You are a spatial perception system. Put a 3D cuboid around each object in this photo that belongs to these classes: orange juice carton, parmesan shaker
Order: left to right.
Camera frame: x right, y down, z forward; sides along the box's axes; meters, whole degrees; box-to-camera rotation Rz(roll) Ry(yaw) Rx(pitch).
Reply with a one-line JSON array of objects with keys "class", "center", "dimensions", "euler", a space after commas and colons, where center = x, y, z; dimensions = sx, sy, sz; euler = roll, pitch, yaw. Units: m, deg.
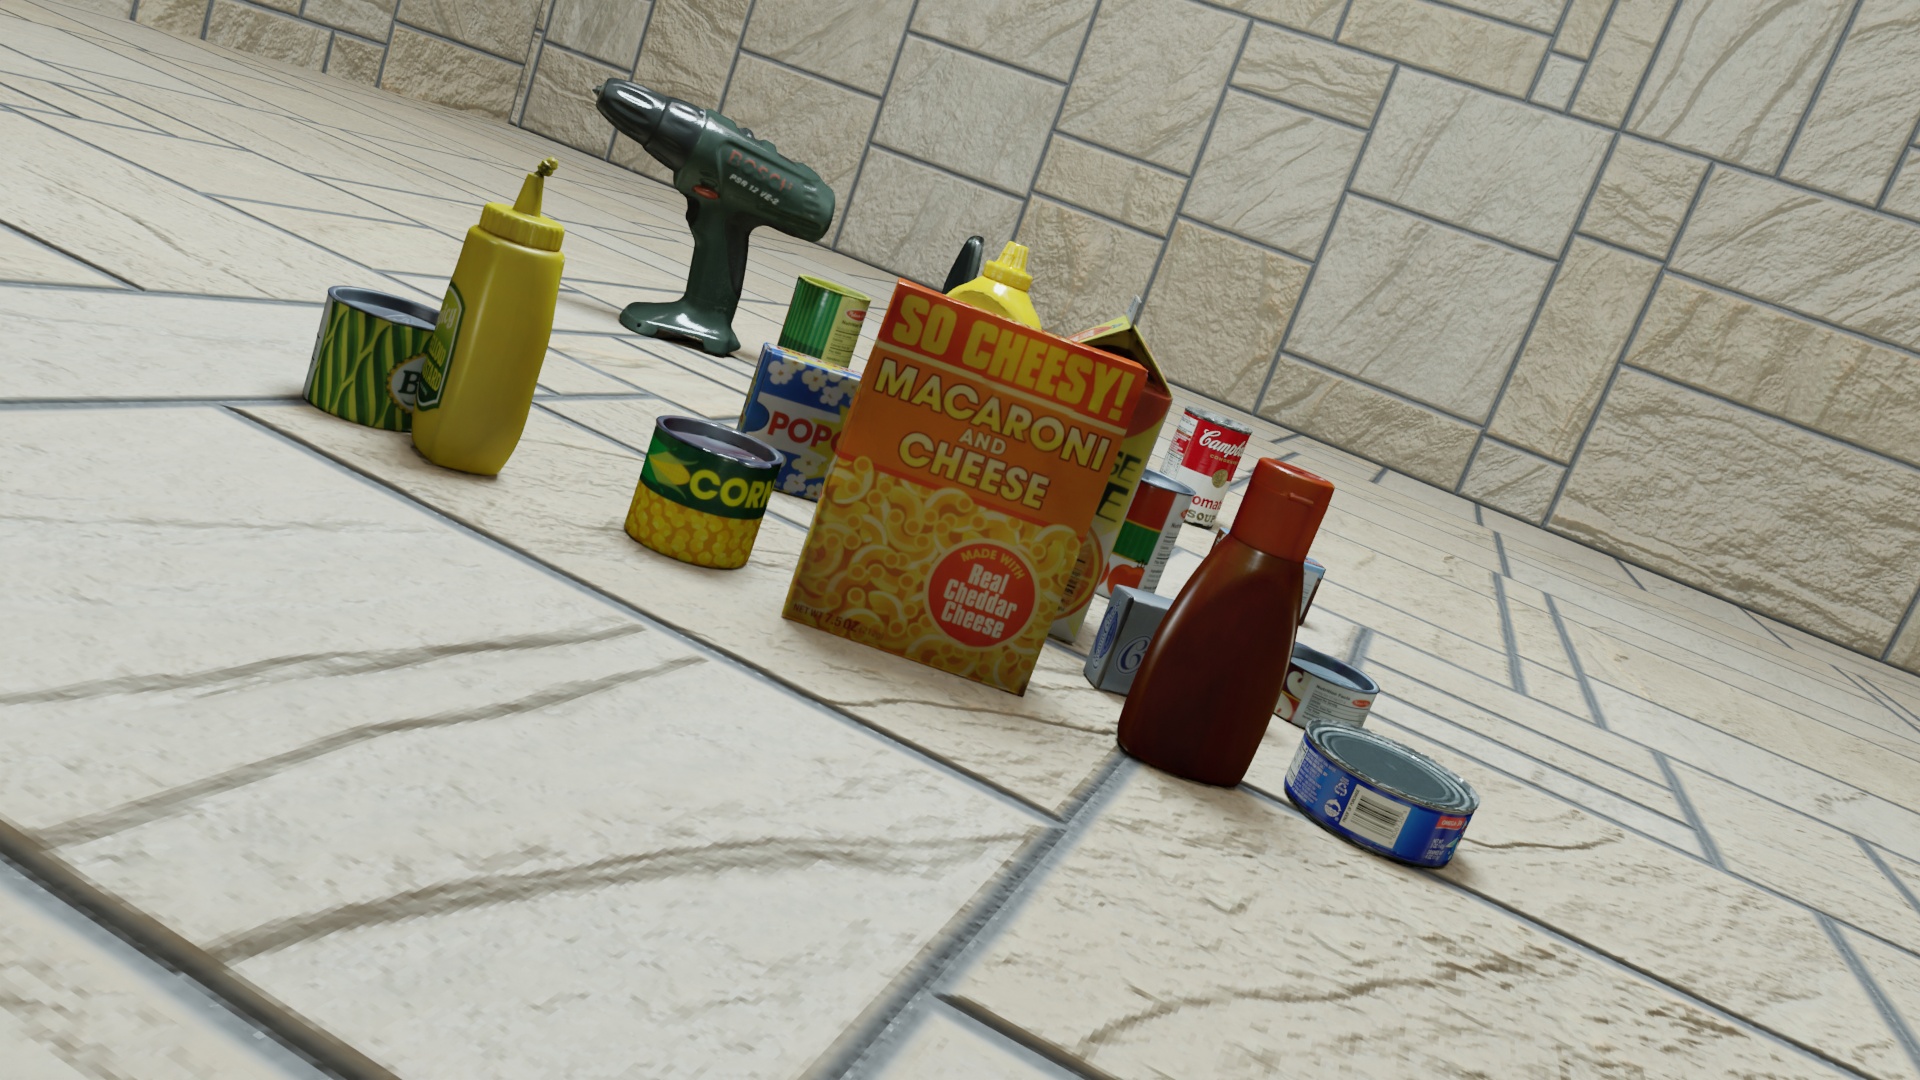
[{"class": "parmesan shaker", "center": [-0.127, -0.173, 1.211], "dimensions": [0.071, 0.102, 0.071], "euler": [19, 13, -4]}, {"class": "orange juice carton", "center": [0.067, -0.047, 0.791], "dimensions": [0.073, 0.192, 0.072], "euler": [21, 12, 1]}]

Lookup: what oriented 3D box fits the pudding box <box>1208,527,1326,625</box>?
[{"class": "pudding box", "center": [0.227, 0.027, 1.049], "dimensions": [0.084, 0.049, 0.030], "euler": [17, 13, -13]}]

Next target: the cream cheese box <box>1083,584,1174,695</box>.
[{"class": "cream cheese box", "center": [0.121, 0.062, 0.739], "dimensions": [0.104, 0.053, 0.024], "euler": [15, 13, -22]}]

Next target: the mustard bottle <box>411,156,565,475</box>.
[{"class": "mustard bottle", "center": [-0.230, -0.115, 0.690], "dimensions": [0.049, 0.159, 0.065], "euler": [11, 16, -37]}]

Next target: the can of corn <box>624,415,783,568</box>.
[{"class": "can of corn", "center": [-0.128, -0.024, 0.699], "dimensions": [0.071, 0.058, 0.071], "euler": [19, 13, -4]}]

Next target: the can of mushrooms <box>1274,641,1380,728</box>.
[{"class": "can of mushrooms", "center": [0.206, 0.086, 0.811], "dimensions": [0.071, 0.033, 0.071], "euler": [19, 13, -4]}]

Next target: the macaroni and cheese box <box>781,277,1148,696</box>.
[{"class": "macaroni and cheese box", "center": [0.000, -0.025, 0.657], "dimensions": [0.124, 0.166, 0.040], "euler": [19, 12, -6]}]

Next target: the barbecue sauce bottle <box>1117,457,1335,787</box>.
[{"class": "barbecue sauce bottle", "center": [0.126, 0.036, 0.637], "dimensions": [0.065, 0.148, 0.044], "euler": [19, 12, -7]}]

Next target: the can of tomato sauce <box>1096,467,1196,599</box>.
[{"class": "can of tomato sauce", "center": [0.111, -0.007, 0.938], "dimensions": [0.071, 0.083, 0.071], "euler": [19, 13, -4]}]

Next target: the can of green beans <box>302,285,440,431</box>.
[{"class": "can of green beans", "center": [-0.303, -0.095, 0.727], "dimensions": [0.071, 0.057, 0.071], "euler": [19, 13, -4]}]

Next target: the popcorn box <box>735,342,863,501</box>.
[{"class": "popcorn box", "center": [-0.078, -0.067, 0.893], "dimensions": [0.127, 0.085, 0.038], "euler": [16, 13, -19]}]
